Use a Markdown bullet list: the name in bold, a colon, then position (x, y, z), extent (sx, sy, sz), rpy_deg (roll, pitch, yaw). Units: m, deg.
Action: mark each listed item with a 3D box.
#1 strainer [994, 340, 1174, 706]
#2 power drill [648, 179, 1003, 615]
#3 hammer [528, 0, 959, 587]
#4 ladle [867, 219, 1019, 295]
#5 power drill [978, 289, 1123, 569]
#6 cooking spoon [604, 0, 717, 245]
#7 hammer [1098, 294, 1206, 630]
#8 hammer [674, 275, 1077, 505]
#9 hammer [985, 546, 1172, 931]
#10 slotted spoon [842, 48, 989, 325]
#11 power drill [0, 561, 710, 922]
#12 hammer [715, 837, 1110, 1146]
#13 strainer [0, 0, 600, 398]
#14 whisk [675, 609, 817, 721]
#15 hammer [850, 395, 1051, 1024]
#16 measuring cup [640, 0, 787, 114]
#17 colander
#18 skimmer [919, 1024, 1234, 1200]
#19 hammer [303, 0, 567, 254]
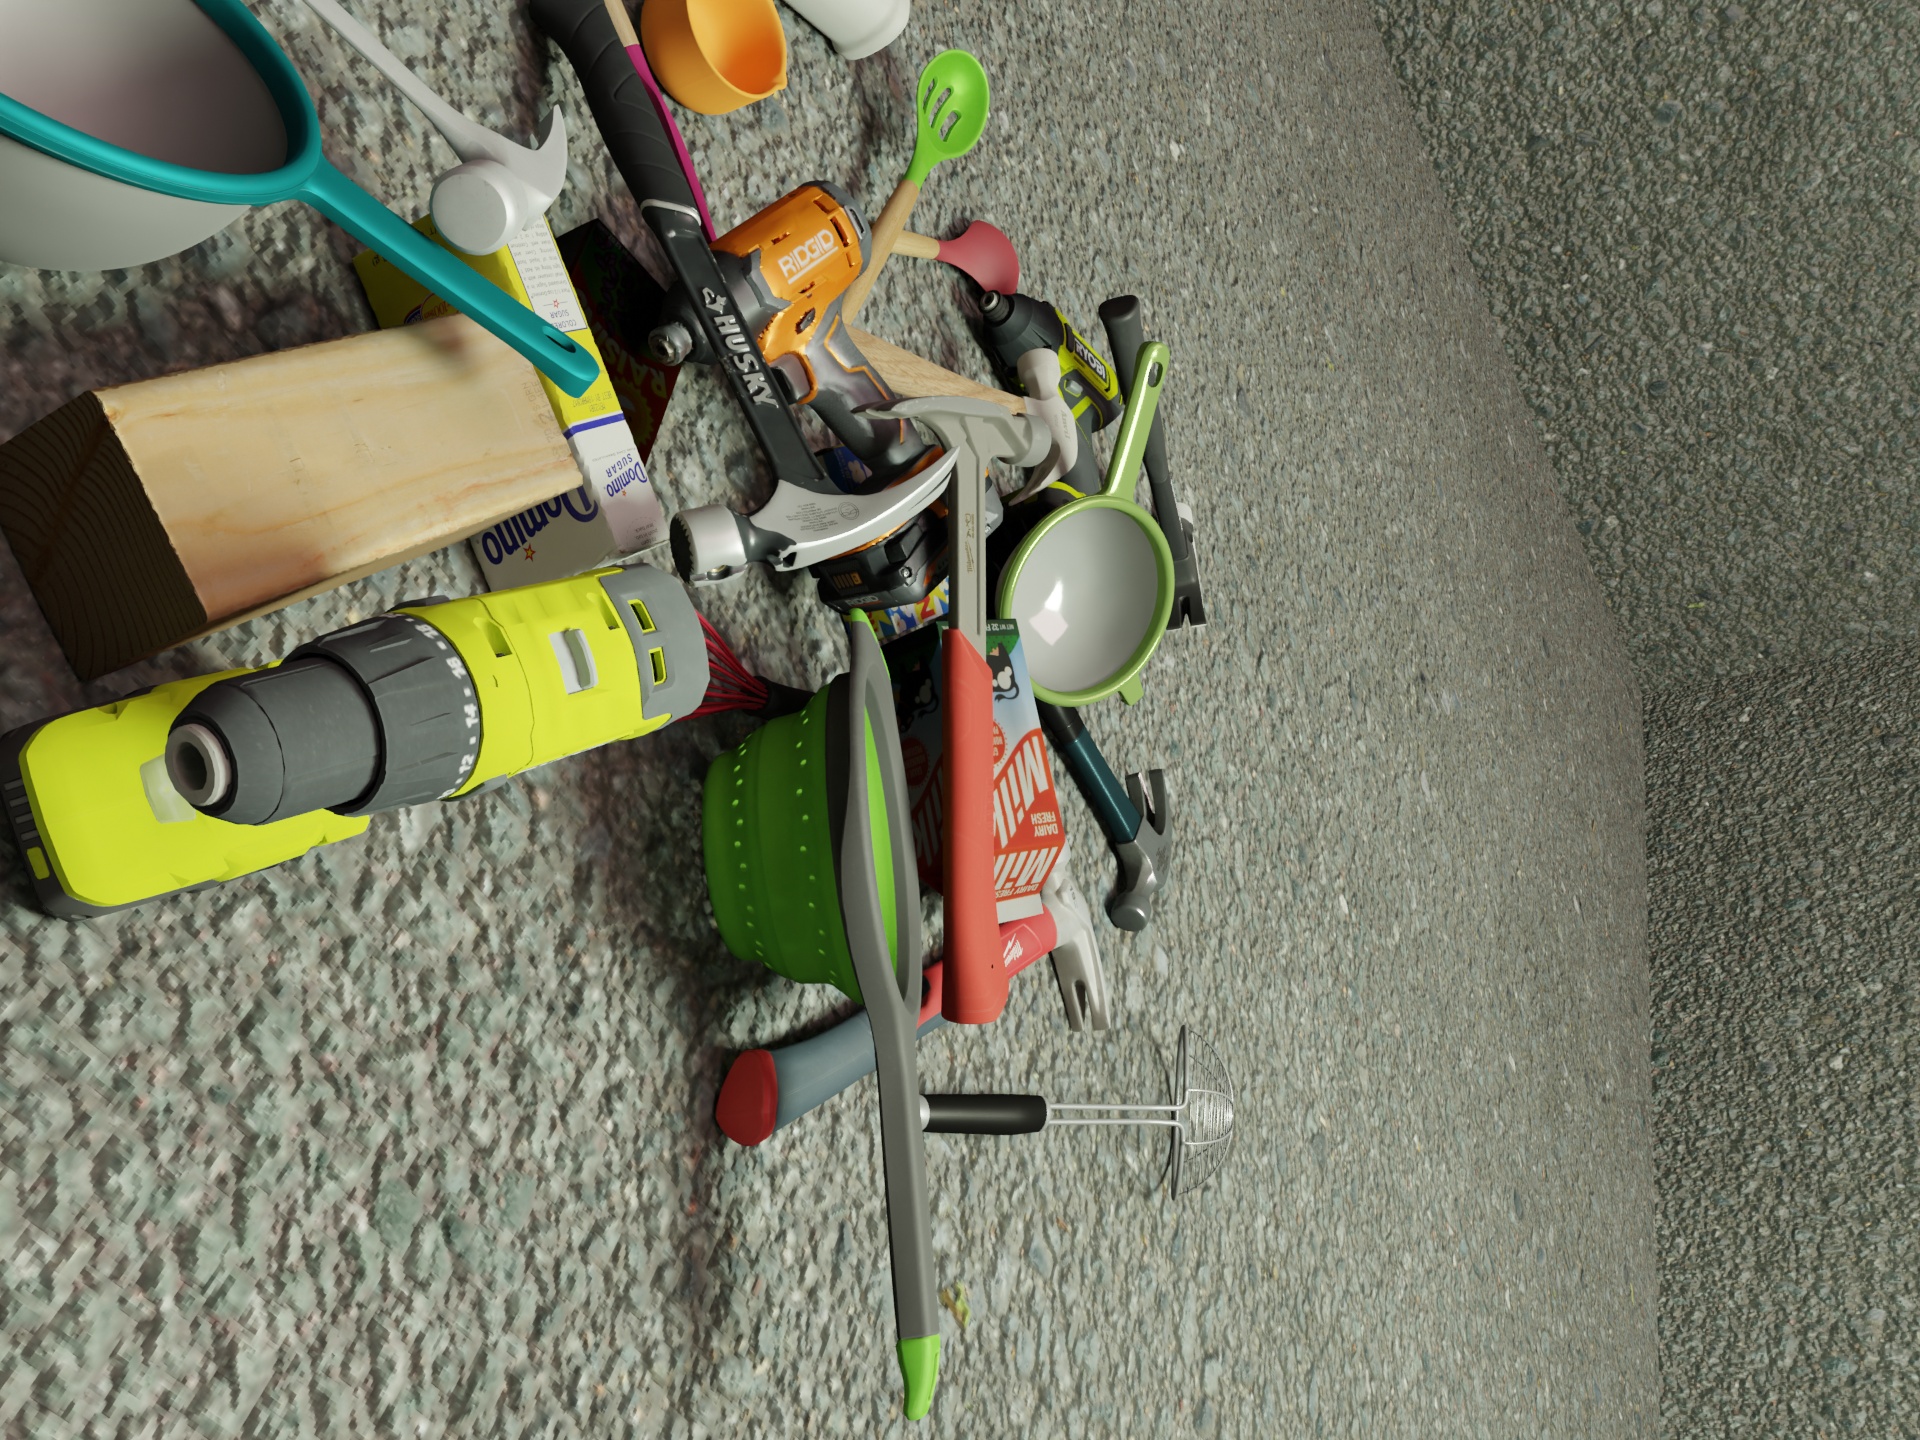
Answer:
- **strainer**: position (0.087, -0.140, 1.112), extent (0.151, 0.069, 0.256), rpy_deg (8, 101, -36)
- **power drill**: position (-0.080, -0.176, 0.916), extent (0.164, 0.084, 0.226), rpy_deg (-48, 119, -39)
- **hammer**: position (-0.138, -0.248, 0.822), extent (0.149, 0.036, 0.409), rpy_deg (-15, 65, -24)
- **ladle**: position (-0.037, -0.351, 1.169), extent (0.315, 0.031, 0.069), rpy_deg (-13, 89, -56)
- **power drill**: position (0.070, -0.216, 1.238), extent (0.171, 0.080, 0.223), rpy_deg (30, 50, -50)
- **cooking spoon**: position (-0.207, -0.419, 0.934), extent (0.069, 0.017, 0.318), rpy_deg (-100, 167, -78)
- **hammer**: position (0.158, -0.212, 1.296), extent (0.334, 0.035, 0.146), rpy_deg (65, 20, -53)
- **hammer**: position (-0.042, -0.228, 1.045), extent (0.331, 0.031, 0.130), rpy_deg (12, 60, -42)
- **hammer**: position (0.077, 0.000, 1.200), extent (0.330, 0.033, 0.128), rpy_deg (58, 37, -26)
- **slotted spoon**: position (-0.046, -0.358, 1.113), extent (0.070, 0.031, 0.314), rpy_deg (49, 51, -39)
- **power drill**: position (-0.225, 0.008, 0.546), extent (0.190, 0.228, 0.080), rpy_deg (-24, 98, -57)
- **hammer**: position (-0.013, 0.186, 0.984), extent (0.386, 0.038, 0.143), rpy_deg (-20, 97, -58)
- **strainer**: position (-0.300, -0.200, 0.591), extent (0.340, 0.095, 0.211), rpy_deg (33, 26, -32)
- **whisk**: position (-0.125, -0.017, 0.878), extent (0.295, 0.073, 0.073), rpy_deg (22, 60, -60)
- **hammer**: position (-0.001, -0.003, 0.913), extent (0.149, 0.037, 0.359), rpy_deg (-6, 98, -52)
- **measuring cup**: position (-0.147, -0.457, 1.003), extent (0.095, 0.052, 0.174), rpy_deg (43, 49, -42)
- **colander**: position (-0.072, 0.144, 0.811), extent (0.204, 0.094, 0.397), rpy_deg (73, 11, -70)
- **skimmer**: position (0.074, 0.268, 1.093), extent (0.363, 0.090, 0.127), rpy_deg (14, 77, -43)
- **hammer**: position (-0.319, -0.346, 0.617), extent (0.405, 0.035, 0.144), rpy_deg (41, 21, -18)
